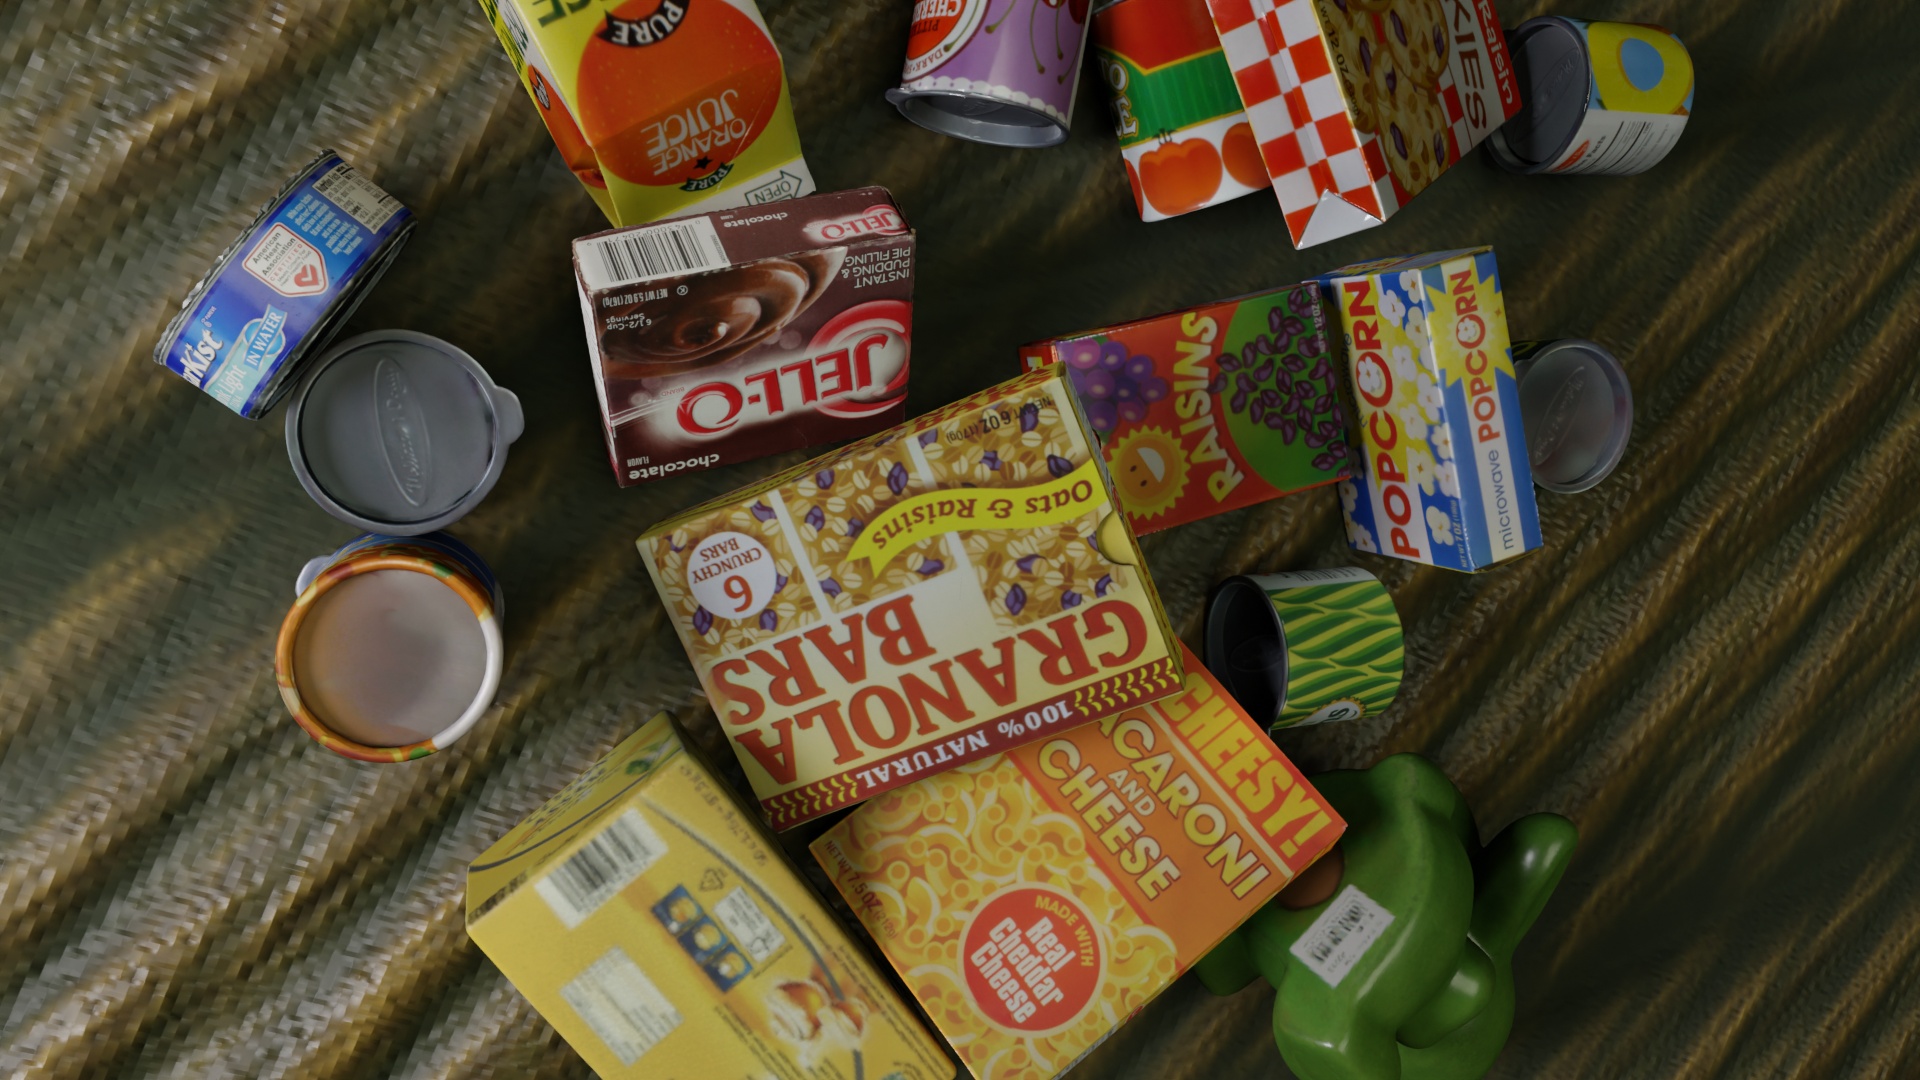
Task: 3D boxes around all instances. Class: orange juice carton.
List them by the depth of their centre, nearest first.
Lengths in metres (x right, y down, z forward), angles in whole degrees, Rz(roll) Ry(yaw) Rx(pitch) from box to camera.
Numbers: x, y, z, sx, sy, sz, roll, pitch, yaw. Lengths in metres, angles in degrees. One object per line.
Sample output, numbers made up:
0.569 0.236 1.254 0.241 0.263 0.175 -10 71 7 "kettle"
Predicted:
-0.122 -0.192 0.466 0.072 0.073 0.192 -30 105 -14 "orange juice carton"

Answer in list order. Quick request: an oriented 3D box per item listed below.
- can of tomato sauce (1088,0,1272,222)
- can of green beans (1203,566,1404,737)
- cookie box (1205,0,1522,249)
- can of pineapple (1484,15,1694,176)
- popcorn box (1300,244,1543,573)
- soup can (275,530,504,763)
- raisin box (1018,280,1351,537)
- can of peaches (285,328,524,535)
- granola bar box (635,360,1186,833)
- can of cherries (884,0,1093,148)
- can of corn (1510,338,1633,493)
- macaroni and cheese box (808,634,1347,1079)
0.090 -0.174 0.546 0.071 0.071 0.083 -22 103 -16 "can of tomato sauce"
0.144 0.045 0.587 0.058 0.071 0.071 -4 97 -19 "can of green beans"
0.160 -0.200 0.540 0.168 0.040 0.122 -38 110 -44 "cookie box"
0.272 -0.195 0.607 0.058 0.071 0.071 -3 97 -19 "can of pineapple"
0.192 -0.055 0.583 0.038 0.085 0.126 -17 101 -16 "popcorn box"
-0.189 0.031 0.461 0.071 0.084 0.071 -2 97 -18 "soup can"
0.093 -0.052 0.574 0.124 0.040 0.086 -15 101 -16 "raisin box"
-0.185 -0.037 0.469 0.071 0.058 0.071 -2 96 -19 "can of peaches"
-0.016 0.023 0.509 0.165 0.039 0.124 -21 103 9 "granola bar box"
0.011 -0.184 0.516 0.071 0.071 0.058 10 93 -20 "can of cherries"
0.249 -0.057 0.616 0.071 0.058 0.071 -2 97 -19 "can of corn"
0.045 0.119 0.542 0.167 0.040 0.124 -35 68 -13 "macaroni and cheese box"
